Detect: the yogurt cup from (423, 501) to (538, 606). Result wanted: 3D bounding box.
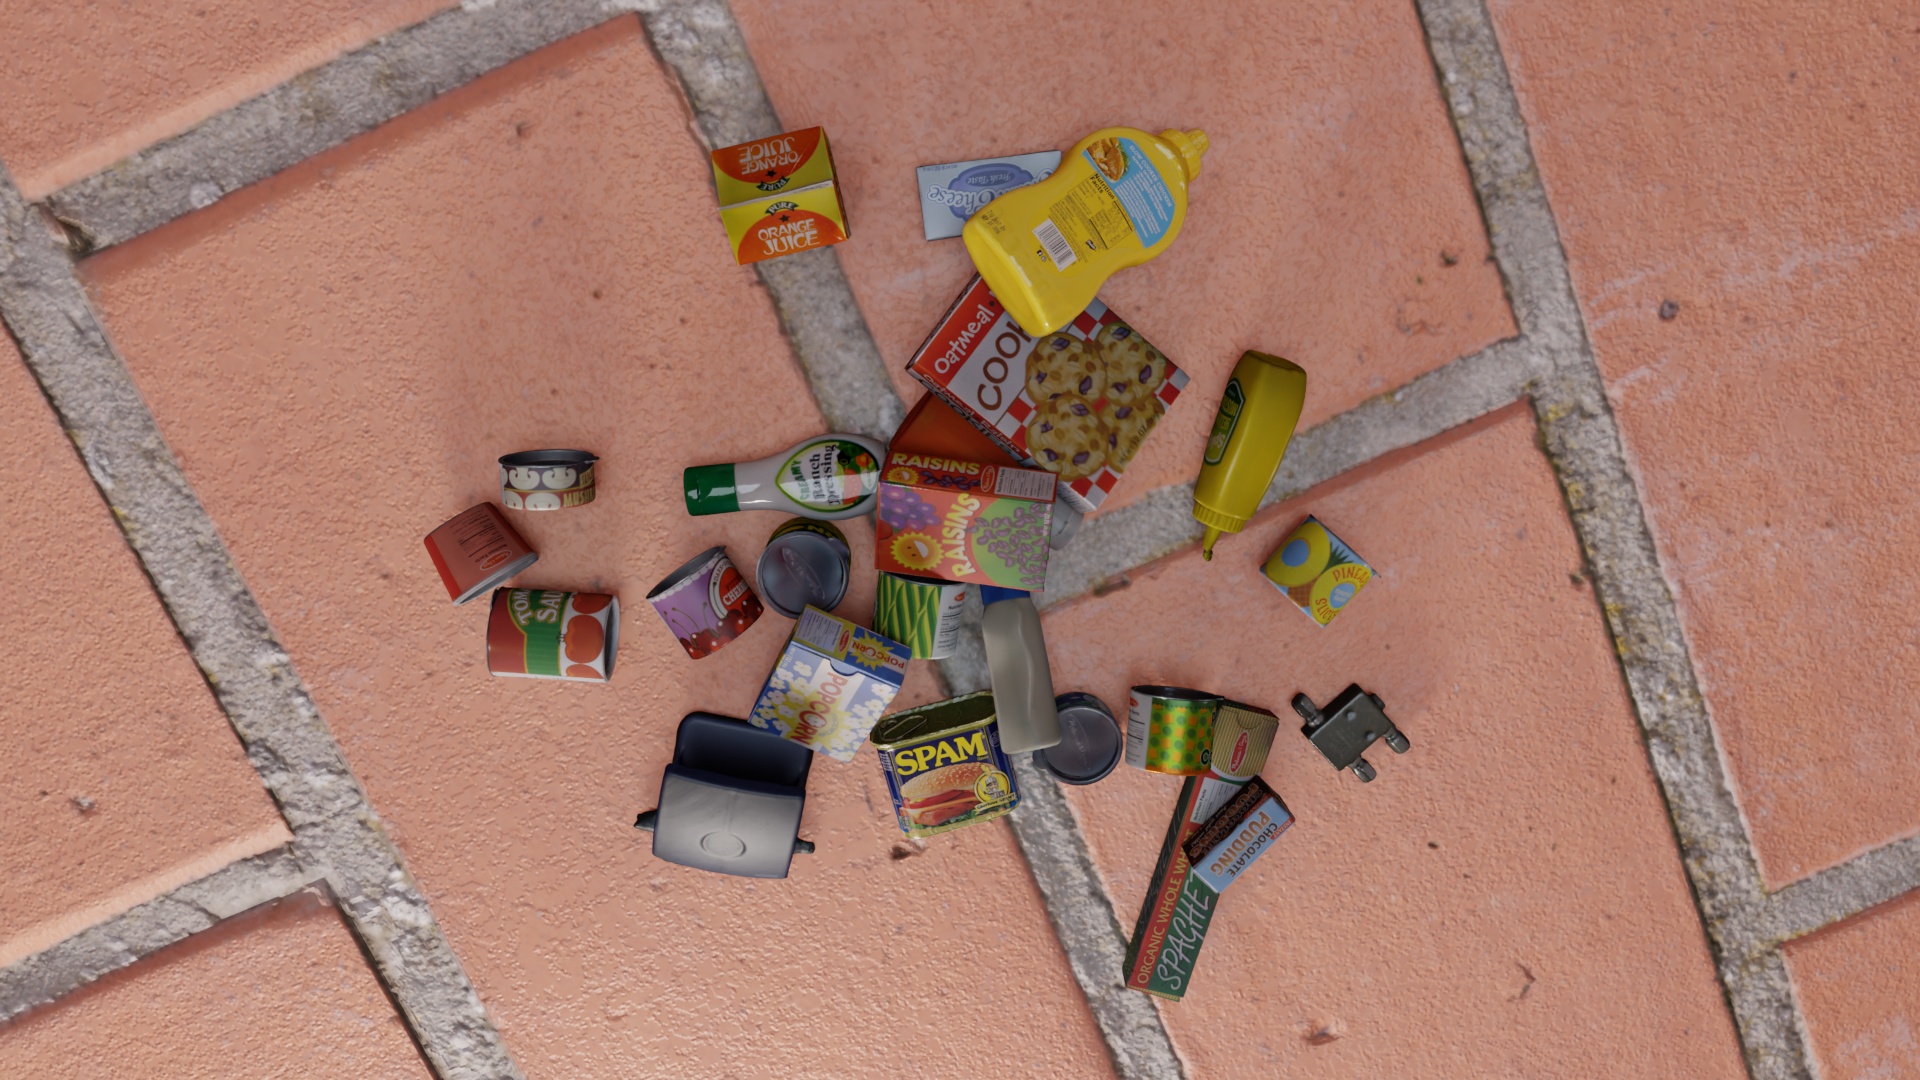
[{"bbox_3d":[-0.351,0.008,1.007,0.072,0.072,0.054,-32,94,5],"label":"yogurt cup"}]

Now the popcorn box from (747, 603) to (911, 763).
[{"bbox_3d":[-0.097,0.108,1.020,0.085,0.038,0.126,24,139,-7],"label":"popcorn box"}]

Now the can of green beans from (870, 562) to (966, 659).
[{"bbox_3d":[-0.031,0.051,1.030,0.071,0.071,0.057,8,103,-4],"label":"can of green beans"}]

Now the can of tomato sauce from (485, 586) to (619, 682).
[{"bbox_3d":[-0.298,0.068,1.020,0.083,0.071,0.071,4,102,-4],"label":"can of tomato sauce"}]

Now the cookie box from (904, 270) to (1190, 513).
[{"bbox_3d":[0.062,-0.119,0.994,0.167,0.040,0.123,38,79,-10],"label":"cookie box"}]

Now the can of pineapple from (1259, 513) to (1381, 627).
[{"bbox_3d":[0.267,0.024,1.037,0.071,0.071,0.058,40,99,-10],"label":"can of pineapple"}]

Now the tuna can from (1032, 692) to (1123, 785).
[{"bbox_3d":[0.088,0.154,1.075,0.071,0.033,0.071,-1,102,-3],"label":"tuna can"}]

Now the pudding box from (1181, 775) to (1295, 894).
[{"bbox_3d":[0.211,0.224,1.057,0.030,0.050,0.083,44,96,-10],"label":"pudding box"}]

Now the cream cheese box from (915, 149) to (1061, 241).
[{"bbox_3d":[0.023,-0.246,0.990,0.104,0.024,0.053,-7,104,-1],"label":"cream cheese box"}]

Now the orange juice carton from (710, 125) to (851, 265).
[{"bbox_3d":[-0.114,-0.223,0.901,0.072,0.193,0.073,-13,104,-1],"label":"orange juice carton"}]

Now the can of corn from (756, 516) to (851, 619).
[{"bbox_3d":[-0.112,0.018,1.023,0.071,0.058,0.071,-1,102,-2],"label":"can of corn"}]

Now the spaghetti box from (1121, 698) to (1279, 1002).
[{"bbox_3d":[0.188,0.246,1.102,0.050,0.029,0.249,15,101,-6],"label":"spaghetti box"}]

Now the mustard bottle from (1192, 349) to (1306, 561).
[{"bbox_3d":[0.205,-0.058,1.020,0.049,0.065,0.159,15,105,-10],"label":"mustard bottle"}]

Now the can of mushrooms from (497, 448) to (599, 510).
[{"bbox_3d":[-0.294,-0.044,0.996,0.071,0.071,0.033,0,103,-3],"label":"can of mushrooms"}]

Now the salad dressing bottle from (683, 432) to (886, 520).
[{"bbox_3d":[-0.126,-0.043,1.016,0.148,0.044,0.064,-6,89,-1],"label":"salad dressing bottle"}]

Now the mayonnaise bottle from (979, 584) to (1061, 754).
[{"bbox_3d":[0.041,0.081,1.031,0.041,0.065,0.148,-13,82,19],"label":"mayonnaise bottle"}]

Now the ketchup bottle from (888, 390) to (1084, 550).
[{"bbox_3d":[0.023,-0.049,1.022,0.149,0.043,0.064,36,94,-10],"label":"ketchup bottle"}]

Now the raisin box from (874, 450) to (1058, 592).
[{"bbox_3d":[0.004,-0.012,0.982,0.123,0.040,0.085,8,132,4],"label":"raisin box"}]

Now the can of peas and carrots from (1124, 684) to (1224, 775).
[{"bbox_3d":[0.162,0.144,1.054,0.071,0.071,0.058,5,92,-4],"label":"can of peas and carrots"}]

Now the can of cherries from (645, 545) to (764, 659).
[{"bbox_3d":[-0.185,0.045,1.020,0.071,0.071,0.058,-32,102,5],"label":"can of cherries"}]
